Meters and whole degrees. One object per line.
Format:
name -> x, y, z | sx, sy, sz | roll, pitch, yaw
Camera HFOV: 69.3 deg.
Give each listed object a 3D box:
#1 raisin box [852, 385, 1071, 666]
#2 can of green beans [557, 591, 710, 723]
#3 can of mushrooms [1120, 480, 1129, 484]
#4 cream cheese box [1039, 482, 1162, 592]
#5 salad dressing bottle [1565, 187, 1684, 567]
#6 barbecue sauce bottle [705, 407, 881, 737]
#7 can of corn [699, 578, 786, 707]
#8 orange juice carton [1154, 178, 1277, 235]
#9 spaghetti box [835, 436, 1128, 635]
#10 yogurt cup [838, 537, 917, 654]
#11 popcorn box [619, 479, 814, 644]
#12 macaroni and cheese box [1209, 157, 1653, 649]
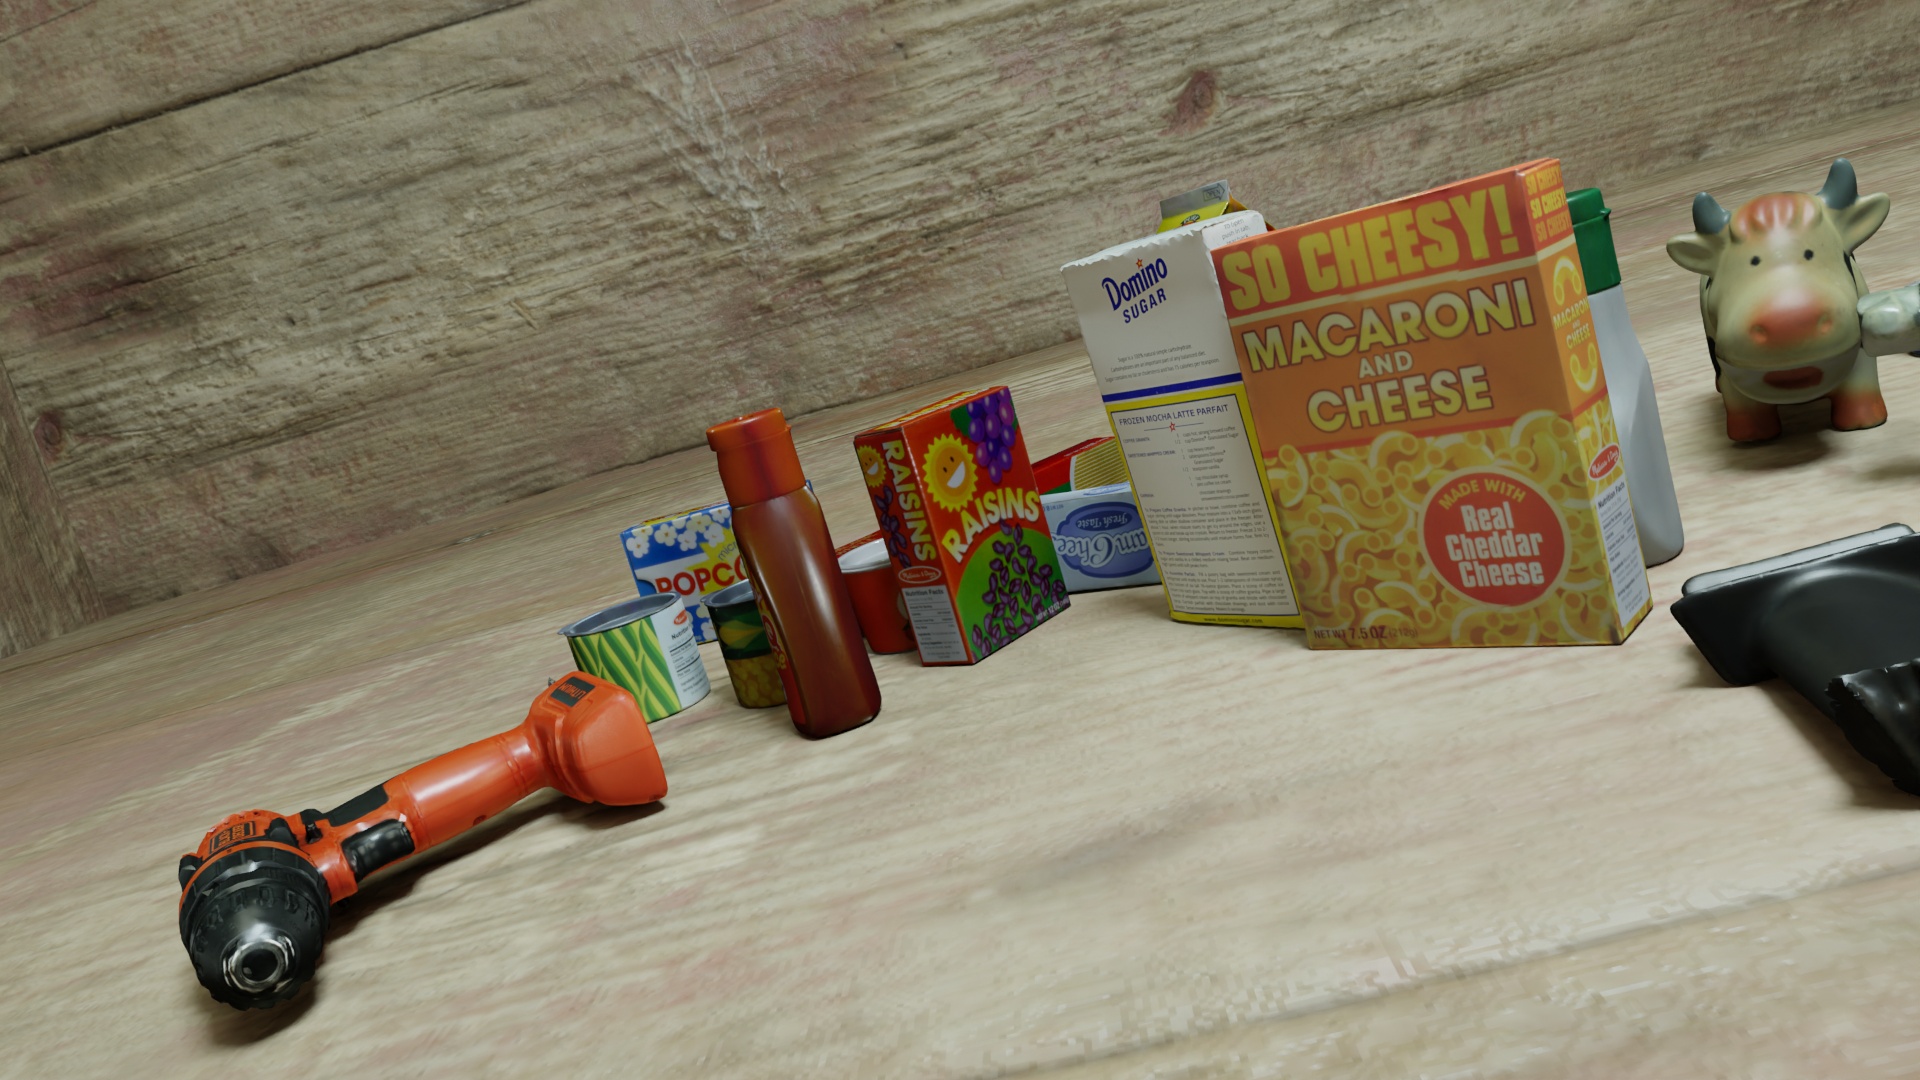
raisin box -> 0.003, -0.009, 0.709 | 0.040, 0.123, 0.086 | -6, 14, 44
can of green beans -> -0.179, 0.066, 0.772 | 0.071, 0.057, 0.071 | -16, 10, 3
can of mushrooms -> 0.125, -0.021, 0.830 | 0.071, 0.033, 0.071 | -16, 11, 3
cream cheese box -> 0.085, -0.003, 0.742 | 0.103, 0.053, 0.024 | -9, 13, 36
salad dressing bottle -> 0.249, -0.063, 0.550 | 0.044, 0.147, 0.064 | -9, 13, 36
barbecue sauce bottle -> -0.078, 0.014, 0.647 | 0.044, 0.148, 0.065 | -18, 10, -9
can of corn -> -0.097, 0.050, 0.734 | 0.071, 0.058, 0.071 | -16, 10, 3
orange juice carton -> 0.183, -0.147, 0.958 | 0.073, 0.192, 0.072 | -22, 12, -28
spaghetti box -> 0.016, -0.007, 0.876 | 0.251, 0.050, 0.028 | -25, 13, -38
yogurt cup -> -0.030, 0.028, 0.759 | 0.072, 0.054, 0.072 | -16, 10, 3
popcorn box -> -0.147, 0.017, 0.904 | 0.126, 0.085, 0.038 | -13, 11, 16
macaroni and cheese box -> 0.172, -0.044, 0.517 | 0.123, 0.166, 0.040 | -6, 14, 44
